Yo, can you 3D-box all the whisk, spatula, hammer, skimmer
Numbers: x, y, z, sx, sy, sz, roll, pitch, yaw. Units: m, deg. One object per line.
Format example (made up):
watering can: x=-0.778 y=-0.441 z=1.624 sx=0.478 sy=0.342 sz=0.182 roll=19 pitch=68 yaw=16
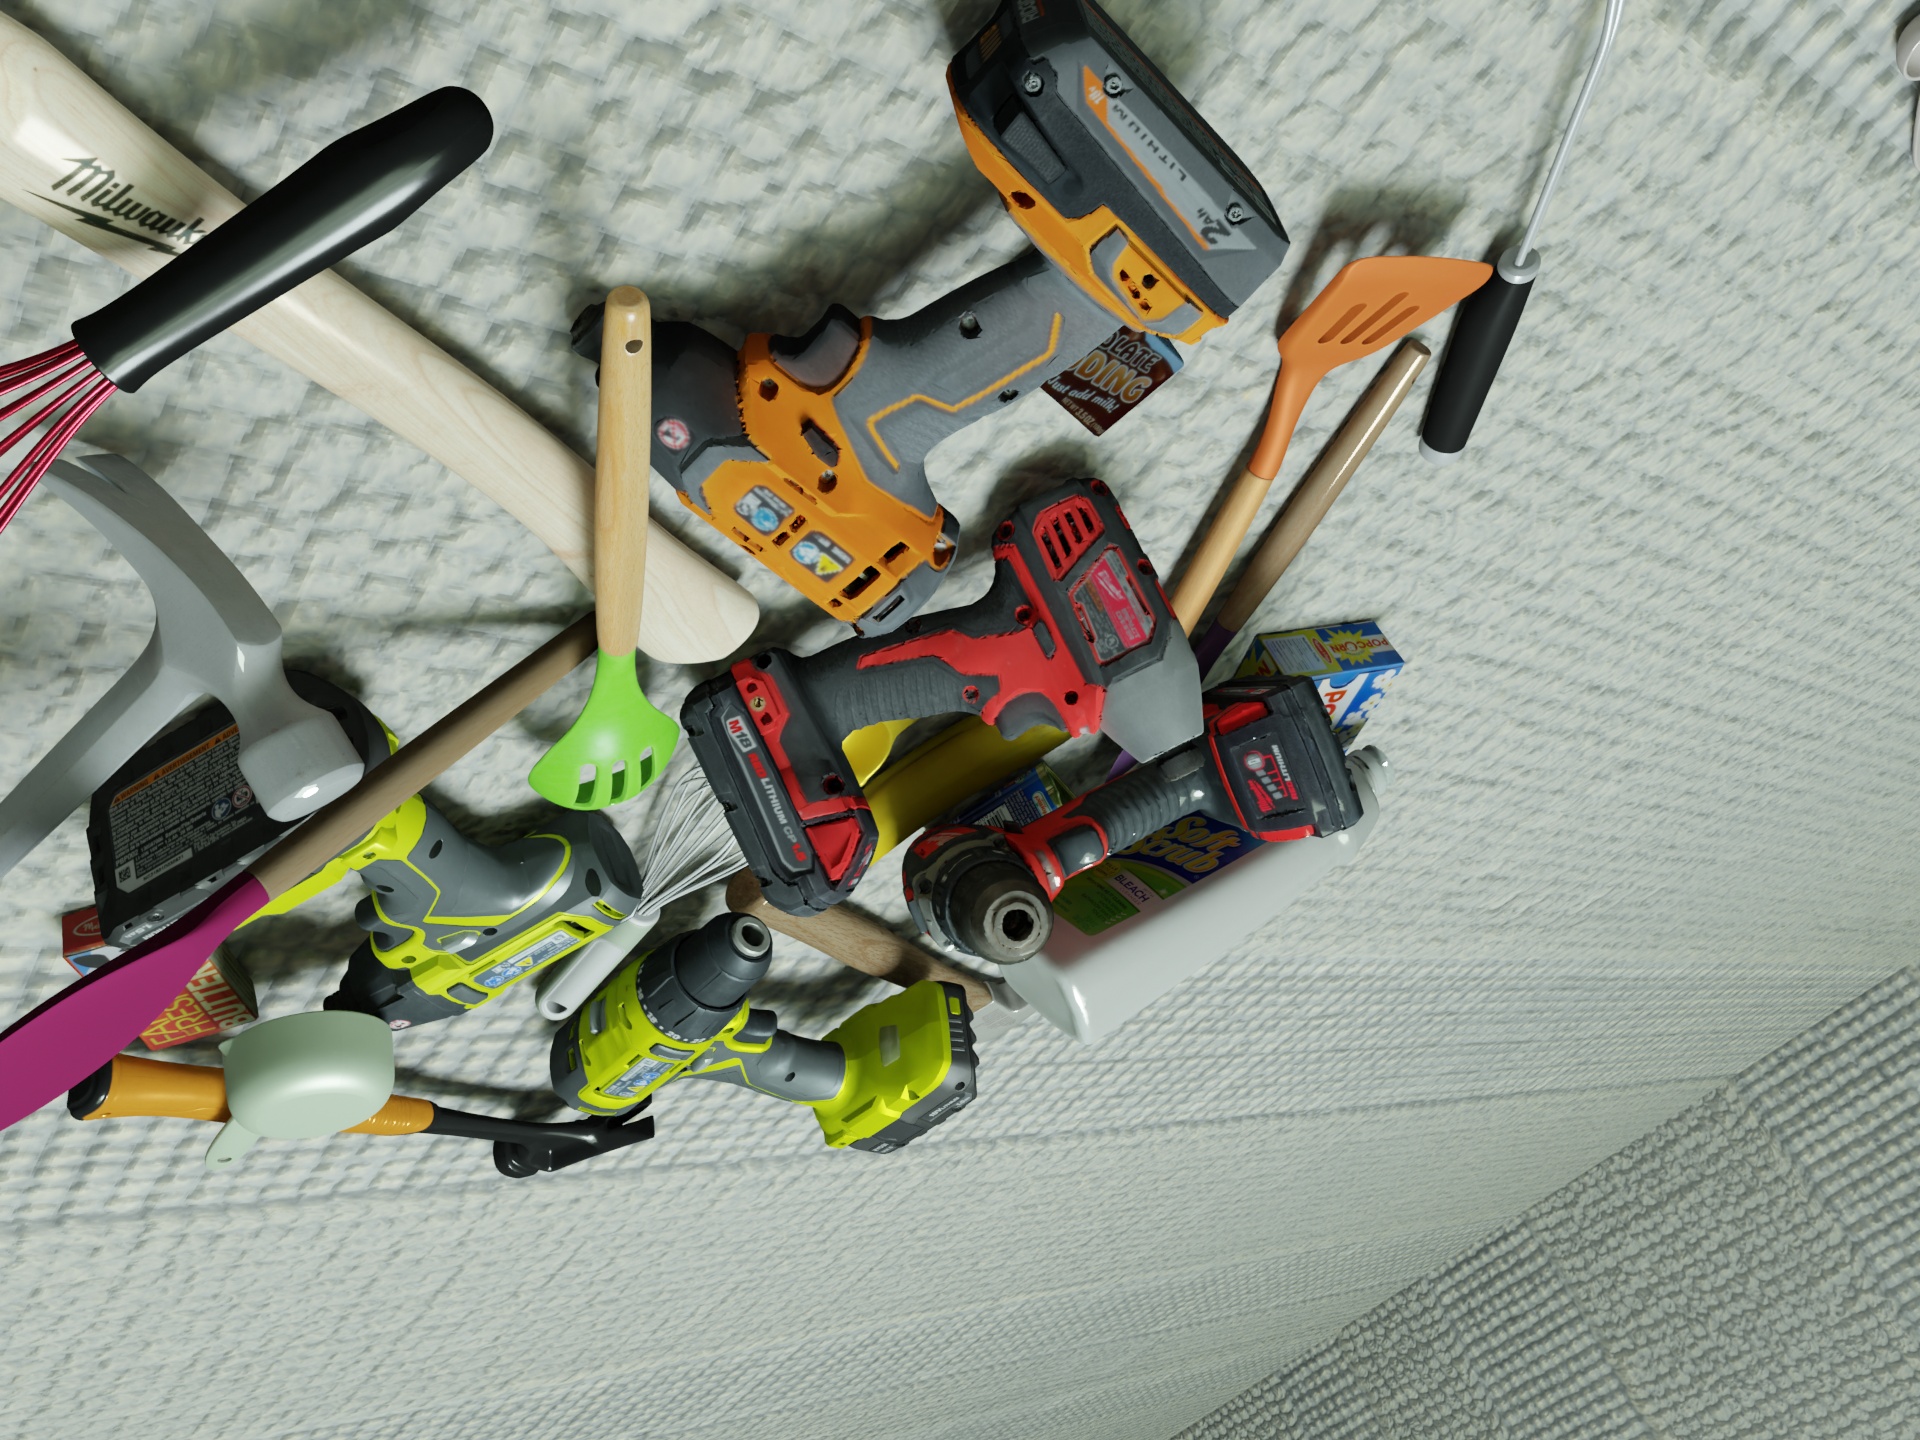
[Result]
whisk: x=-0.167 y=0.096 z=0.845 sx=0.057 sy=0.059 sz=0.246 roll=30 pitch=128 yaw=-20
spatula: x=0.140 y=-0.097 z=0.774 sx=0.081 sy=0.041 sz=0.322 roll=-6 pitch=140 yaw=-28
whisk: x=-0.257 y=-0.091 z=0.446 sx=0.296 sy=0.073 sz=0.073 roll=-34 pitch=147 yaw=-1
hammer: x=-0.041 y=0.153 z=1.020 sx=0.130 sy=0.031 sz=0.331 roll=-33 pitch=146 yaw=12
hammer: x=-0.186 y=-0.123 z=0.536 sx=0.146 sy=0.038 sz=0.410 roll=-34 pitch=146 yaw=12
hammer: x=-0.327 y=0.220 z=0.894 sx=0.127 sy=0.034 sz=0.336 roll=-23 pitch=151 yaw=26
skimmer: x=0.274 y=-0.222 z=0.649 sx=0.127 sy=0.090 sz=0.363 roll=-46 pitch=159 yaw=-28
hammer: x=-0.384 y=0.056 z=0.607 sx=0.405 sy=0.144 sz=0.035 roll=-33 pitch=178 yaw=28
spatula: x=0.154 y=-0.069 z=0.844 sx=0.060 sy=0.018 sz=0.315 roll=-30 pitch=158 yaw=-47

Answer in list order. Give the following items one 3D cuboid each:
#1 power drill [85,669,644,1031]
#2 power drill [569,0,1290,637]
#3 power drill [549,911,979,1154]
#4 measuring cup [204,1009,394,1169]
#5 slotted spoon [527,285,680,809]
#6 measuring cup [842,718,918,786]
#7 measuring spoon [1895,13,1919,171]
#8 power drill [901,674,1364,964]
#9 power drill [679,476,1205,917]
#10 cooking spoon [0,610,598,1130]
power drill: x=-0.272 y=0.077 z=0.726 sx=0.171 sy=0.080 sz=0.223 roll=-29 pitch=150 yaw=6
power drill: x=-0.019 y=-0.144 z=0.562 sx=0.164 sy=0.084 sz=0.226 roll=36 pitch=120 yaw=-28
power drill: x=-0.103 y=0.185 z=0.944 sx=0.228 sy=0.080 sz=0.190 roll=19 pitch=136 yaw=-33
measuring cup: x=-0.336 y=0.197 z=0.780 sx=0.083 sy=0.038 sz=0.167 roll=12 pitch=136 yaw=-41
slotted spoon: x=-0.135 y=-0.045 z=0.617 sx=0.070 sy=0.031 sz=0.313 roll=-17 pitch=152 yaw=-24
measuring cup: x=-0.025 y=-0.018 z=0.807 sx=0.156 sy=0.029 sz=0.062 roll=-36 pitch=147 yaw=-5
measuring spoon: x=0.448 y=-0.292 z=0.739 sx=0.034 sy=0.018 sz=0.124 roll=-37 pitch=152 yaw=17
power drill: x=0.082 y=0.055 z=0.797 sx=0.226 sy=0.080 sz=0.188 roll=-23 pitch=-175 yaw=-8
power drill: x=-0.001 y=-0.002 z=0.722 sx=0.219 sy=0.143 sz=0.078 roll=-27 pitch=175 yaw=1
cooking spoon: x=-0.241 y=0.046 z=0.592 sx=0.319 sy=0.017 sz=0.068 roll=-45 pitch=171 yaw=-39
